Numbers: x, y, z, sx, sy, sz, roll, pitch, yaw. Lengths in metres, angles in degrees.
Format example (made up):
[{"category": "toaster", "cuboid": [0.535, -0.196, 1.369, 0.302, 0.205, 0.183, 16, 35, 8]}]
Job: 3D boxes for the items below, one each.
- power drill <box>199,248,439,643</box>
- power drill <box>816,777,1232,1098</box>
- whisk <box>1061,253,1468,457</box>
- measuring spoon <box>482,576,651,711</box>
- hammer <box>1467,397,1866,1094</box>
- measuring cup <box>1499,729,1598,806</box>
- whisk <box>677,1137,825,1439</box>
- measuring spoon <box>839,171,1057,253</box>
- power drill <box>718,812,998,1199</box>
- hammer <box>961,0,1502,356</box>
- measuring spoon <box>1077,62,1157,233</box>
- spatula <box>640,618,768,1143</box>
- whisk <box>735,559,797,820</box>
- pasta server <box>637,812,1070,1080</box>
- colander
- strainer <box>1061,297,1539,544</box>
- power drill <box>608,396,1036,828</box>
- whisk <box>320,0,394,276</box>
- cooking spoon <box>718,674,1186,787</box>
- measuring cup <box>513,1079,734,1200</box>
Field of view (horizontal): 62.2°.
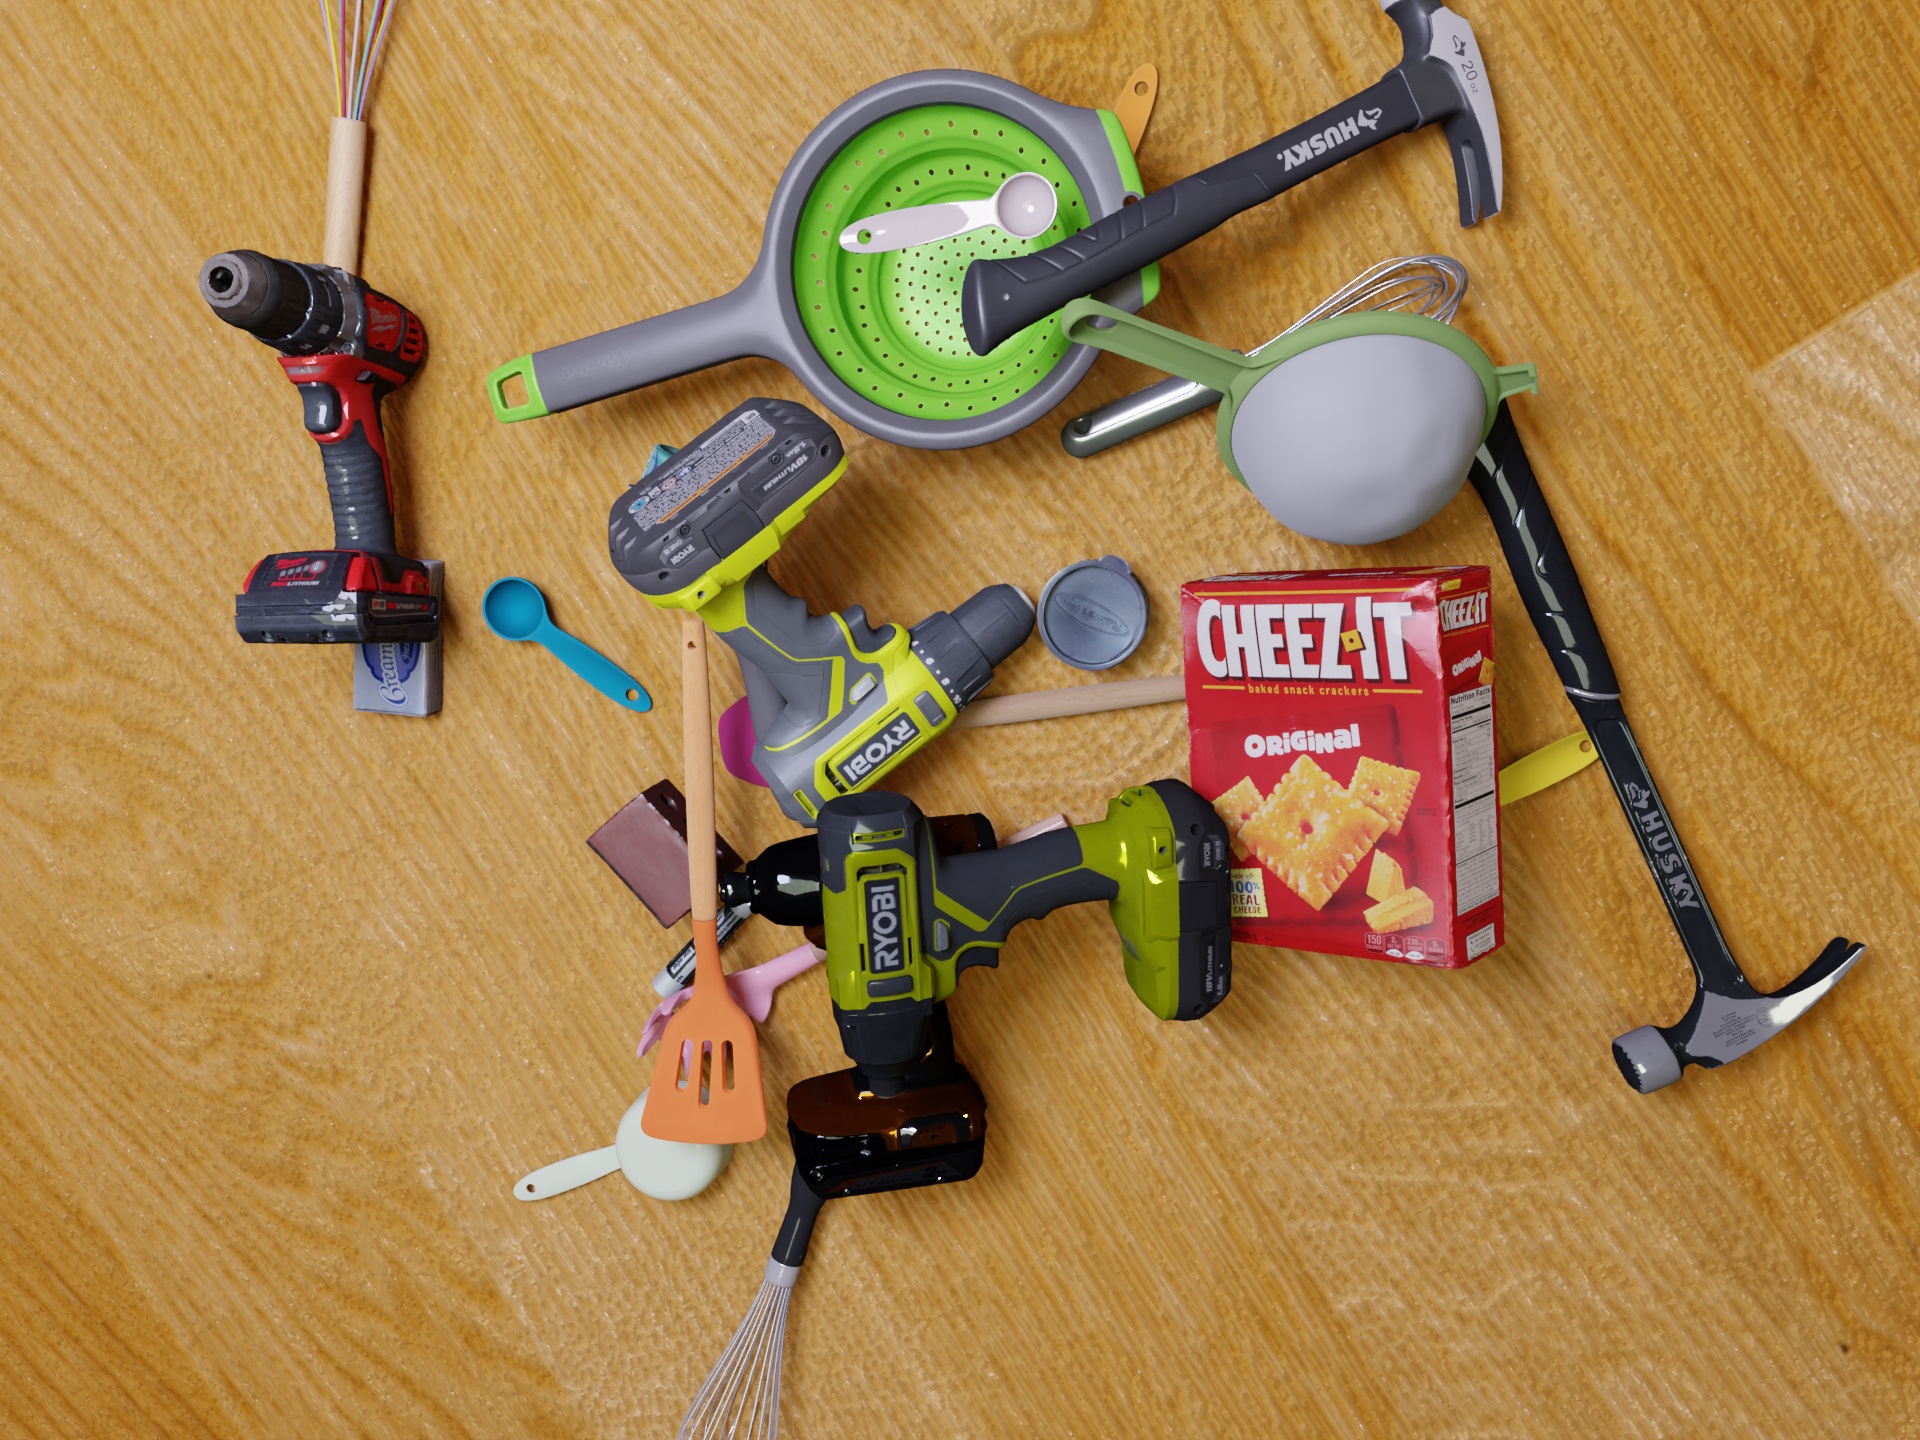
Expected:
[{"category": "power drill", "cuboid": [-0.381, -0.159, 0.943, 0.080, 0.188, 0.227, -1, 92, 7]}, {"category": "power drill", "cuboid": [0.035, 0.119, 0.898, 0.223, 0.080, 0.171, -6, 104, -13]}, {"category": "whisk", "cuboid": [0.171, -0.207, 0.919, 0.246, 0.059, 0.058, -21, 56, 17]}, {"category": "measuring spoon", "cuboid": [-0.253, -0.048, 1.038, 0.128, 0.021, 0.042, 37, 103, -6]}, {"category": "hammer", "cuboid": [0.375, 0.000, 0.910, 0.149, 0.036, 0.409, -24, 91, 2]}, {"category": "measuring cup", "cuboid": [0.310, 0.043, 0.945, 0.156, 0.029, 0.062, -26, 92, 1]}, {"category": "whisk", "cuboid": [-0.127, 0.394, 1.059, 0.070, 0.070, 0.284, 19, 96, 7]}, {"category": "measuring spoon", "cuboid": [-0.006, -0.270, 0.863, 0.124, 0.018, 0.034, -5, 98, 17]}, {"category": "power drill", "cuboid": [-0.060, 0.169, 0.963, 0.164, 0.084, 0.226, -4, 108, -13]}, {"category": "hammer", "cuboid": [0.145, -0.278, 0.847, 0.335, 0.035, 0.146, -30, 100, -13]}, {"category": "measuring spoon", "cuboid": [0.091, -0.328, 0.936, 0.021, 0.011, 0.117, 21, 98, 8]}, {"category": "spatula", "cuboid": [-0.159, 0.100, 0.971, 0.081, 0.041, 0.322, 1, 101, 5]}, {"category": "whisk", "cuboid": [-0.124, -0.044, 0.963, 0.055, 0.055, 0.238, -7, 114, 11]}, {"category": "pasta server", "cuboid": [-0.069, 0.141, 1.017, 0.316, 0.040, 0.060, -29, 121, 11]}, {"category": "colander", "cuboid": [-0.082, -0.240, 0.933, 0.397, 0.094, 0.204, -13, 95, 11]}, {"category": "strainer", "cuboid": [0.167, -0.154, 0.831, 0.256, 0.069, 0.151, 15, 145, -22]}, {"category": "power drill", "cuboid": [-0.072, -0.068, 0.909, 0.190, 0.080, 0.228, -39, 126, -4]}, {"category": "whisk", "cuboid": [-0.377, -0.398, 0.996, 0.051, 0.047, 0.245, 15, 105, 20]}, {"category": "cooking spoon", "cuboid": [-0.002, -0.003, 0.993, 0.319, 0.017, 0.068, -7, 97, 12]}, {"category": "measuring cup", "cuboid": [-0.234, 0.299, 1.068, 0.167, 0.038, 0.083, -22, 94, 11]}]
